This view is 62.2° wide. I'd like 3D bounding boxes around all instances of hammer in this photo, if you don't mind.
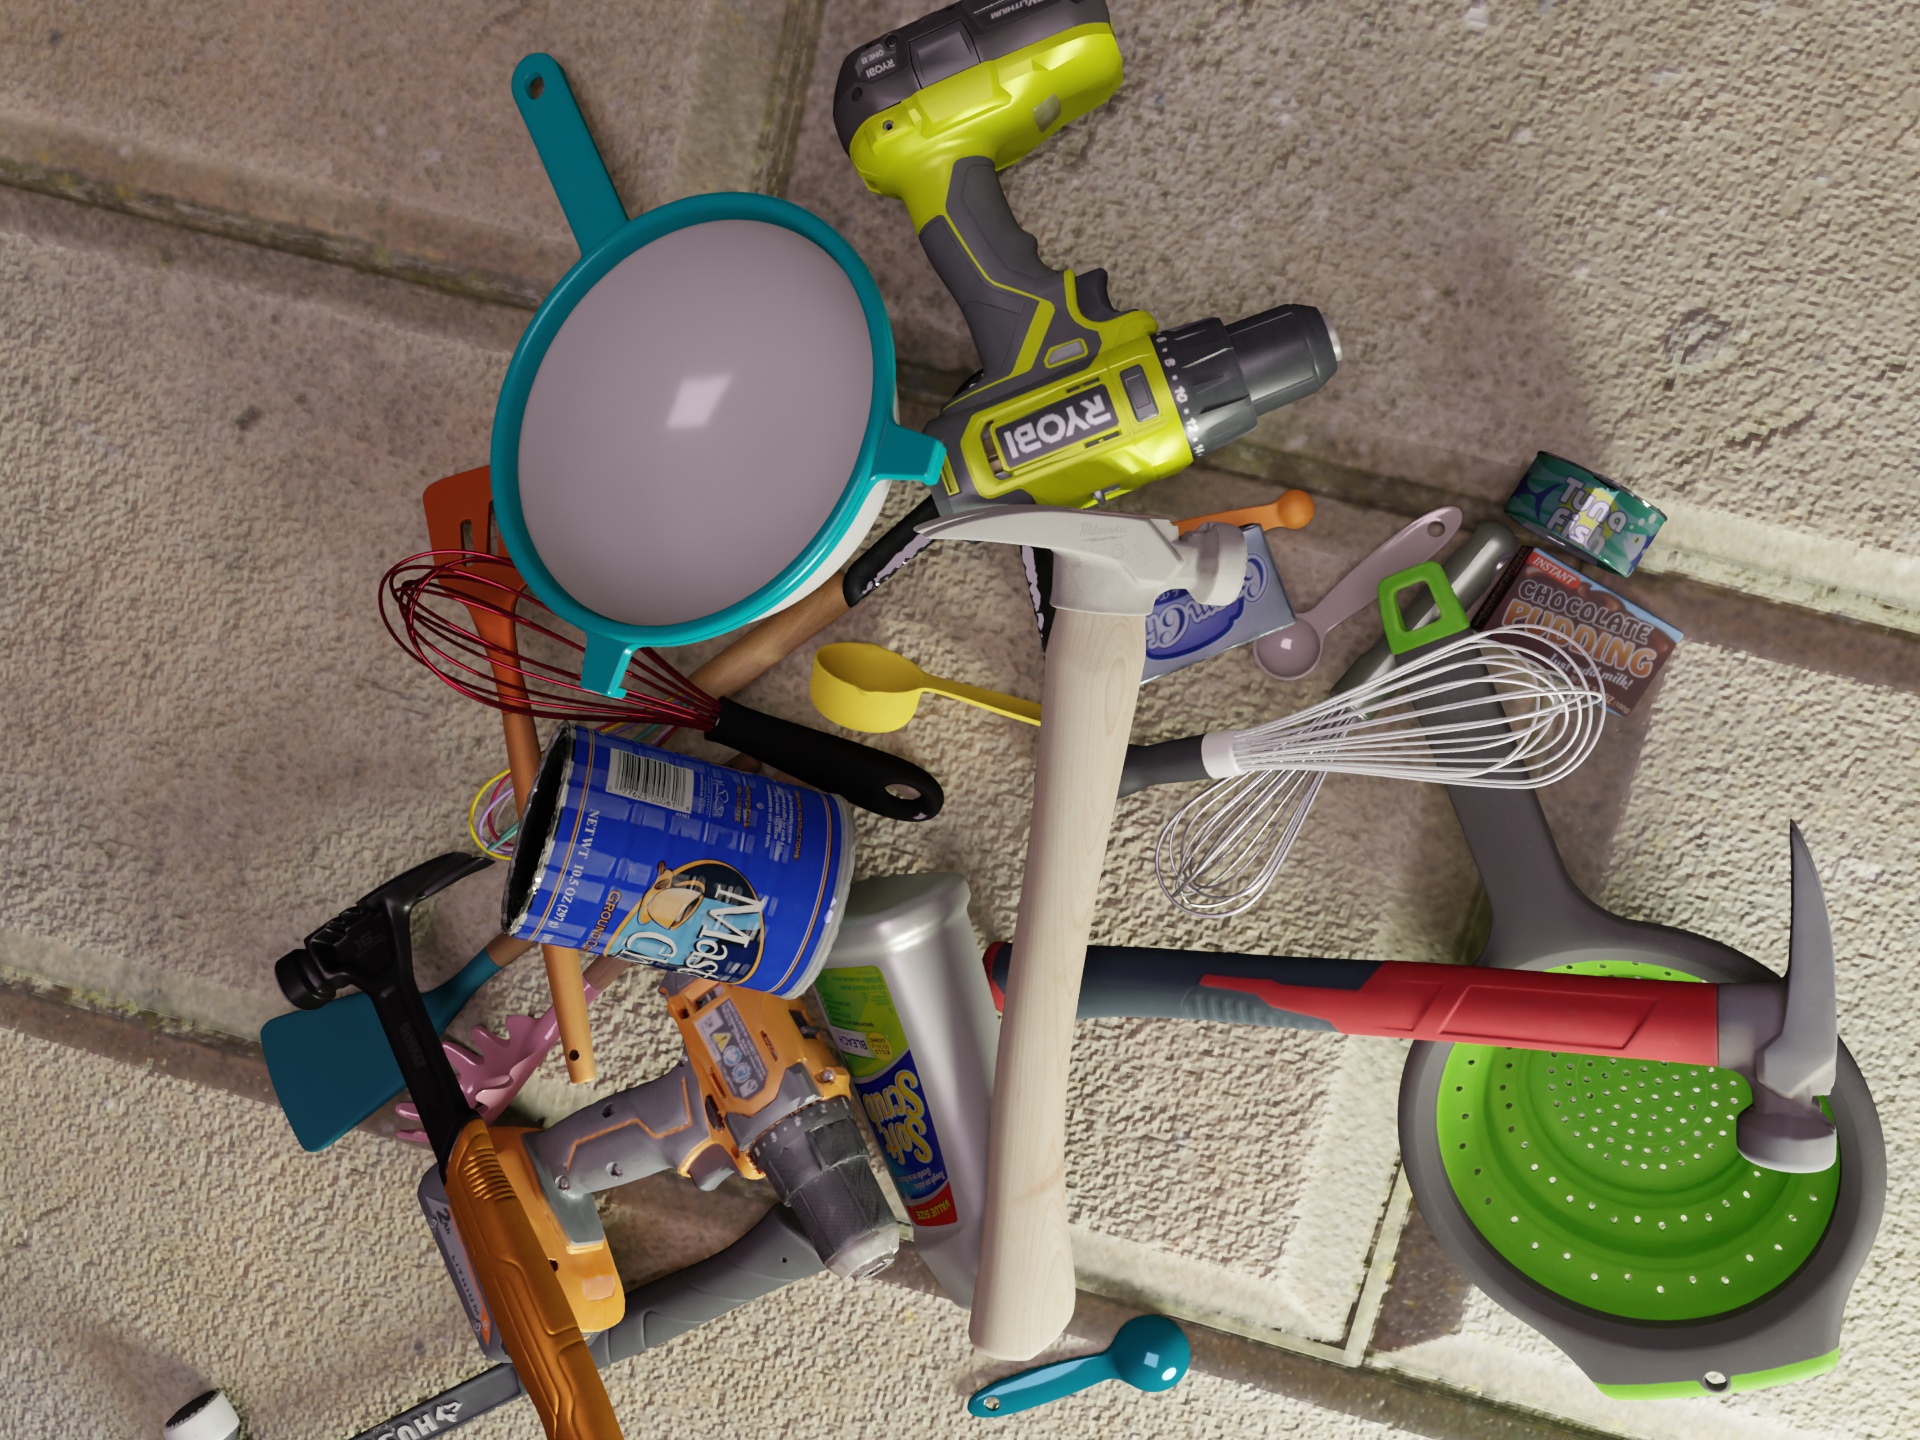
[{"bbox_3d":[0.187,0.113,0.739,0.386,0.038,0.143,0,96,27],"label":"hammer"},{"bbox_3d":[-0.231,0.229,0.787,0.127,0.034,0.337,-34,69,7],"label":"hammer"},{"bbox_3d":[0.033,0.106,0.739,0.146,0.038,0.410,4,102,-12],"label":"hammer"},{"bbox_3d":[-0.249,0.376,0.897,0.409,0.036,0.149,-28,95,10],"label":"hammer"}]

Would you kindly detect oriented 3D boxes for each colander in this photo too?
[{"bbox_3d":[0.292,0.111,0.760,0.204,0.094,0.397,-22,87,28],"label":"colander"}]

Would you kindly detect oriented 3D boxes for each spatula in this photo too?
[{"bbox_3d":[-0.236,0.112,0.852,0.317,0.044,0.082,-37,65,9],"label":"spatula"},{"bbox_3d":[-0.216,0.021,0.805,0.081,0.041,0.323,-12,85,6],"label":"spatula"}]

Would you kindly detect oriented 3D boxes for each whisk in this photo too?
[{"bbox_3d":[0.186,-0.001,0.785,0.059,0.057,0.246,43,97,20],"label":"whisk"},{"bbox_3d":[-0.157,-0.002,0.828,0.245,0.051,0.047,-35,87,7],"label":"whisk"},{"bbox_3d":[0.153,0.012,0.738,0.284,0.070,0.070,-11,98,36],"label":"whisk"},{"bbox_3d":[-0.138,-0.009,0.780,0.295,0.073,0.073,23,101,-19],"label":"whisk"}]

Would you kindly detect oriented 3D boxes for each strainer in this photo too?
[{"bbox_3d":[-0.133,-0.181,0.767,0.211,0.095,0.341,-33,66,16],"label":"strainer"}]

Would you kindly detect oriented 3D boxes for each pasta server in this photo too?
[{"bbox_3d":[-0.184,0.117,0.850,0.316,0.060,0.040,-45,122,8],"label":"pasta server"}]

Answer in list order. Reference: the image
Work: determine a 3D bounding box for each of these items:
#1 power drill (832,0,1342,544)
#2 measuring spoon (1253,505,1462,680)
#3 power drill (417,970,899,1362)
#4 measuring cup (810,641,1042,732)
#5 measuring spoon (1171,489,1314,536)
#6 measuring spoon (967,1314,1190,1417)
[{"bbox_3d":[0.051,-0.214,0.729,0.190,0.080,0.228,-20,84,10],"label":"power drill"},{"bbox_3d":[0.199,-0.063,0.790,0.124,0.018,0.034,-39,69,4],"label":"measuring spoon"},{"bbox_3d":[-0.150,0.242,0.818,0.226,0.084,0.185,-37,67,9],"label":"power drill"},{"bbox_3d":[-0.001,-0.003,0.809,0.156,0.062,0.029,15,114,-6],"label":"measuring cup"},{"bbox_3d":[0.120,-0.091,0.785,0.117,0.011,0.021,-16,97,-2],"label":"measuring spoon"},{"bbox_3d":[0.063,0.359,0.861,0.128,0.021,0.042,-21,95,8],"label":"measuring spoon"}]
